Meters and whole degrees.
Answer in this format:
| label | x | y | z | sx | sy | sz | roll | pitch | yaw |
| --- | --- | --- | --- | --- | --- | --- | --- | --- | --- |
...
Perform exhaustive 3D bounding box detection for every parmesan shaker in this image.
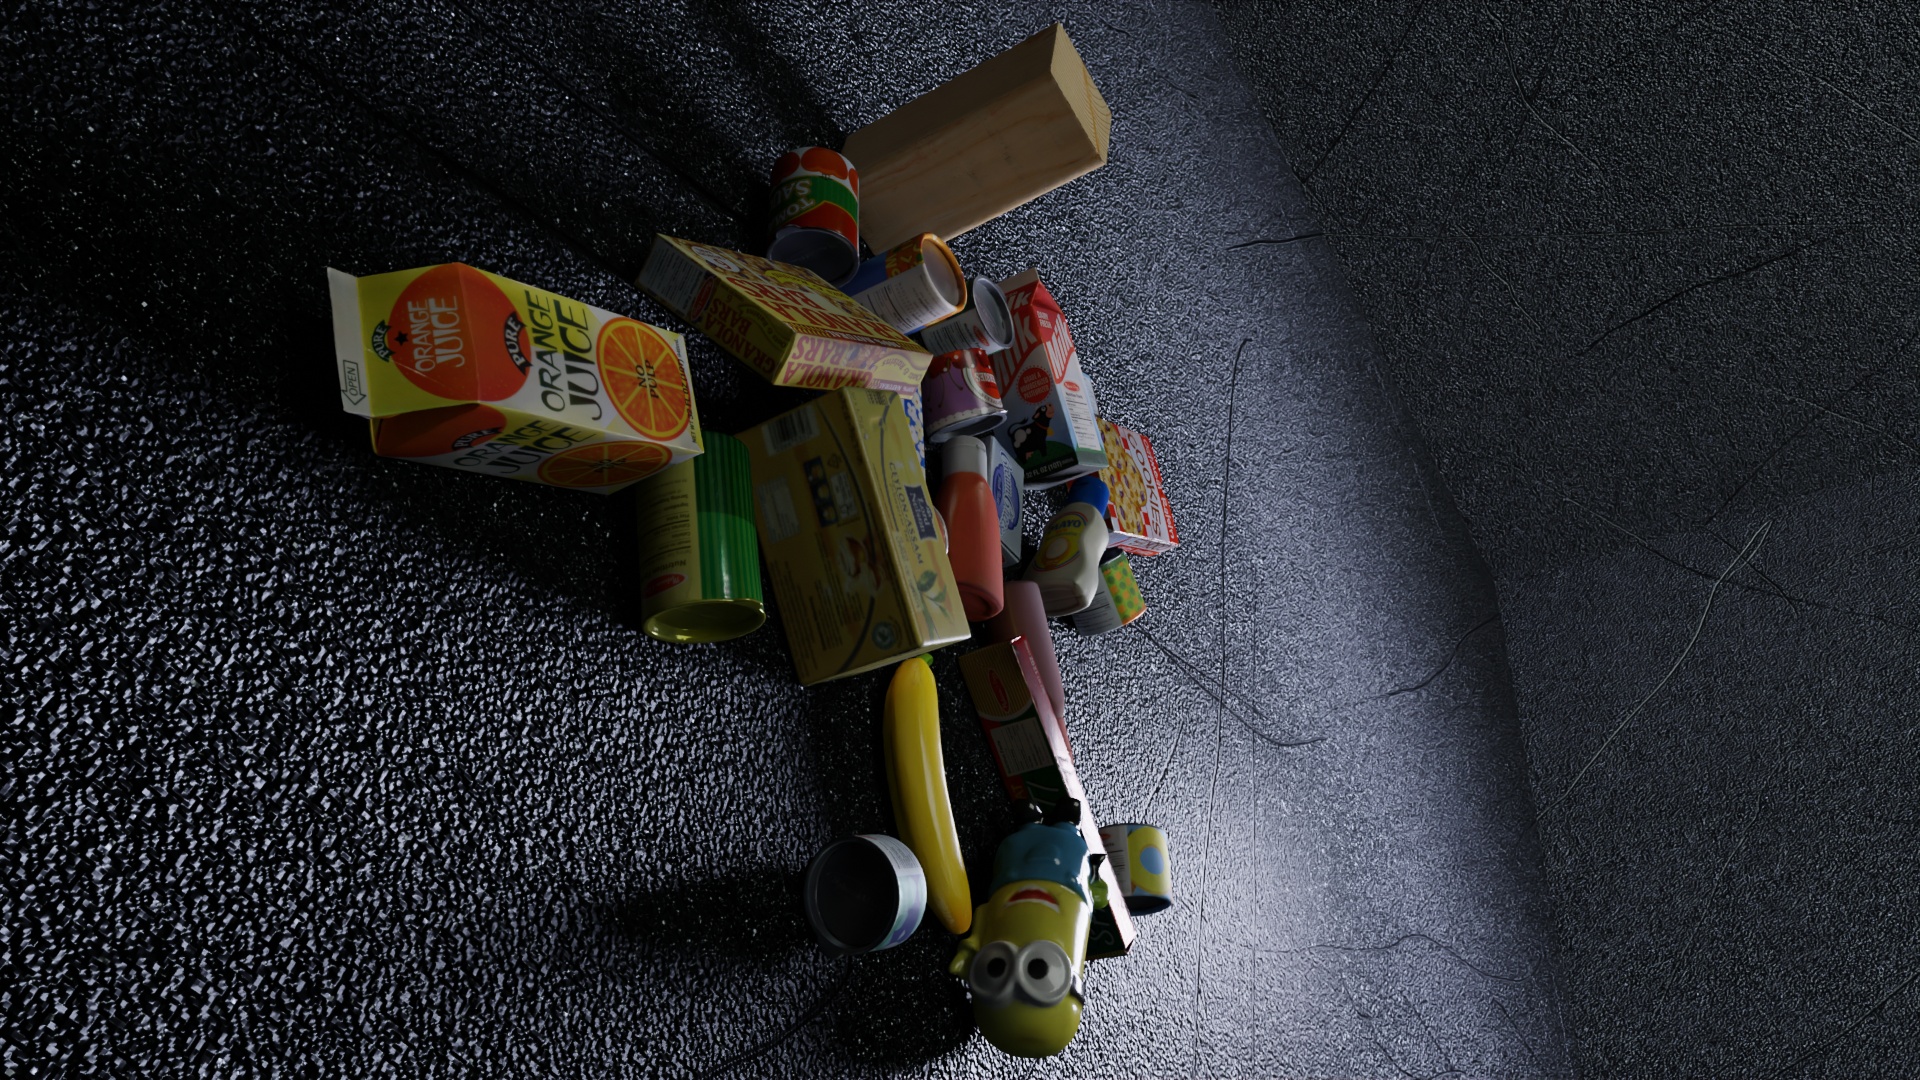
| label | x | y | z | sx | sy | sz | roll | pitch | yaw |
| --- | --- | --- | --- | --- | --- | --- | --- | --- | --- |
| parmesan shaker | -0.143 | -0.003 | 0.771 | 0.071 | 0.071 | 0.103 | 26 | 50 | -54 |

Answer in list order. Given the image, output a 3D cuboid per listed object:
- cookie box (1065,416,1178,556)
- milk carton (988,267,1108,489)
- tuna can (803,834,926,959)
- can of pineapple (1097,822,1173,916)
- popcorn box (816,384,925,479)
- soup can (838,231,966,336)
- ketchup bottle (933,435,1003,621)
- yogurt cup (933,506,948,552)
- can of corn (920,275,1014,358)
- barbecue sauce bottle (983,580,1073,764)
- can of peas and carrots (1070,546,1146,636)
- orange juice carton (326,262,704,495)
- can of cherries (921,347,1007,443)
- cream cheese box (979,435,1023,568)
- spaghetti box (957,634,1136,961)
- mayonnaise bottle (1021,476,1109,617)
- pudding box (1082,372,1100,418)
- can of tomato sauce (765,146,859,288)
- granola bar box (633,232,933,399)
| label | x | y | z | sx | sy | sz | roll | pitch | yaw |
| --- | --- | --- | --- | --- | --- | --- | --- | --- | --- |
| cookie box | 0.159 | -0.053 | 1.395 | 0.167 | 0.040 | 0.123 | 11 | 63 | -59 |
| milk carton | 0.064 | -0.146 | 1.251 | 0.073 | 0.072 | 0.190 | 0 | 73 | -62 |
| tuna can | -0.056 | 0.205 | 0.799 | 0.033 | 0.071 | 0.071 | 17 | 57 | -59 |
| can of pineapple | 0.135 | 0.263 | 1.106 | 0.071 | 0.071 | 0.058 | 37 | 42 | -47 |
| popcorn box | -0.065 | -0.084 | 1.009 | 0.085 | 0.038 | 0.127 | 33 | 44 | -48 |
| soup can | -0.046 | -0.192 | 1.065 | 0.071 | 0.083 | 0.072 | 42 | 38 | -43 |
| ketchup bottle | 0.004 | -0.014 | 1.079 | 0.064 | 0.043 | 0.149 | 33 | 44 | -39 |
| yogurt cup | -0.050 | 0.002 | 0.950 | 0.054 | 0.072 | 0.072 | 4 | 68 | -52 |
| can of corn | 0.005 | -0.186 | 1.184 | 0.071 | 0.058 | 0.071 | 41 | 39 | -43 |
| barbecue sauce bottle | 0.054 | 0.107 | 1.091 | 0.065 | 0.043 | 0.148 | 7 | 66 | -60 |
| can of peas and carrots | 0.127 | 0.045 | 1.239 | 0.058 | 0.071 | 0.071 | 67 | 27 | -7 |
| orange juice carton | -0.220 | -0.078 | 0.679 | 0.193 | 0.073 | 0.072 | 11 | 62 | -59 |
| can of cherries | 0.000 | -0.117 | 1.113 | 0.071 | 0.071 | 0.058 | 0 | 72 | -62 |
| cream cheese box | 0.029 | -0.033 | 1.160 | 0.053 | 0.024 | 0.104 | 46 | 35 | -39 |
| spaghetti box | 0.066 | 0.195 | 1.045 | 0.029 | 0.050 | 0.250 | -23 | 92 | -62 |
| mayonnaise bottle | 0.097 | 0.003 | 1.204 | 0.041 | 0.064 | 0.149 | 59 | 34 | -30 |
| pudding box | 0.103 | -0.145 | 1.368 | 0.084 | 0.030 | 0.050 | 12 | 63 | -59 |
| can of tomato sauce | -0.108 | -0.233 | 1.001 | 0.071 | 0.071 | 0.083 | 38 | 40 | -46 |
| granola bar box | -0.109 | -0.140 | 0.893 | 0.124 | 0.039 | 0.166 | 36 | 18 | 22 |
